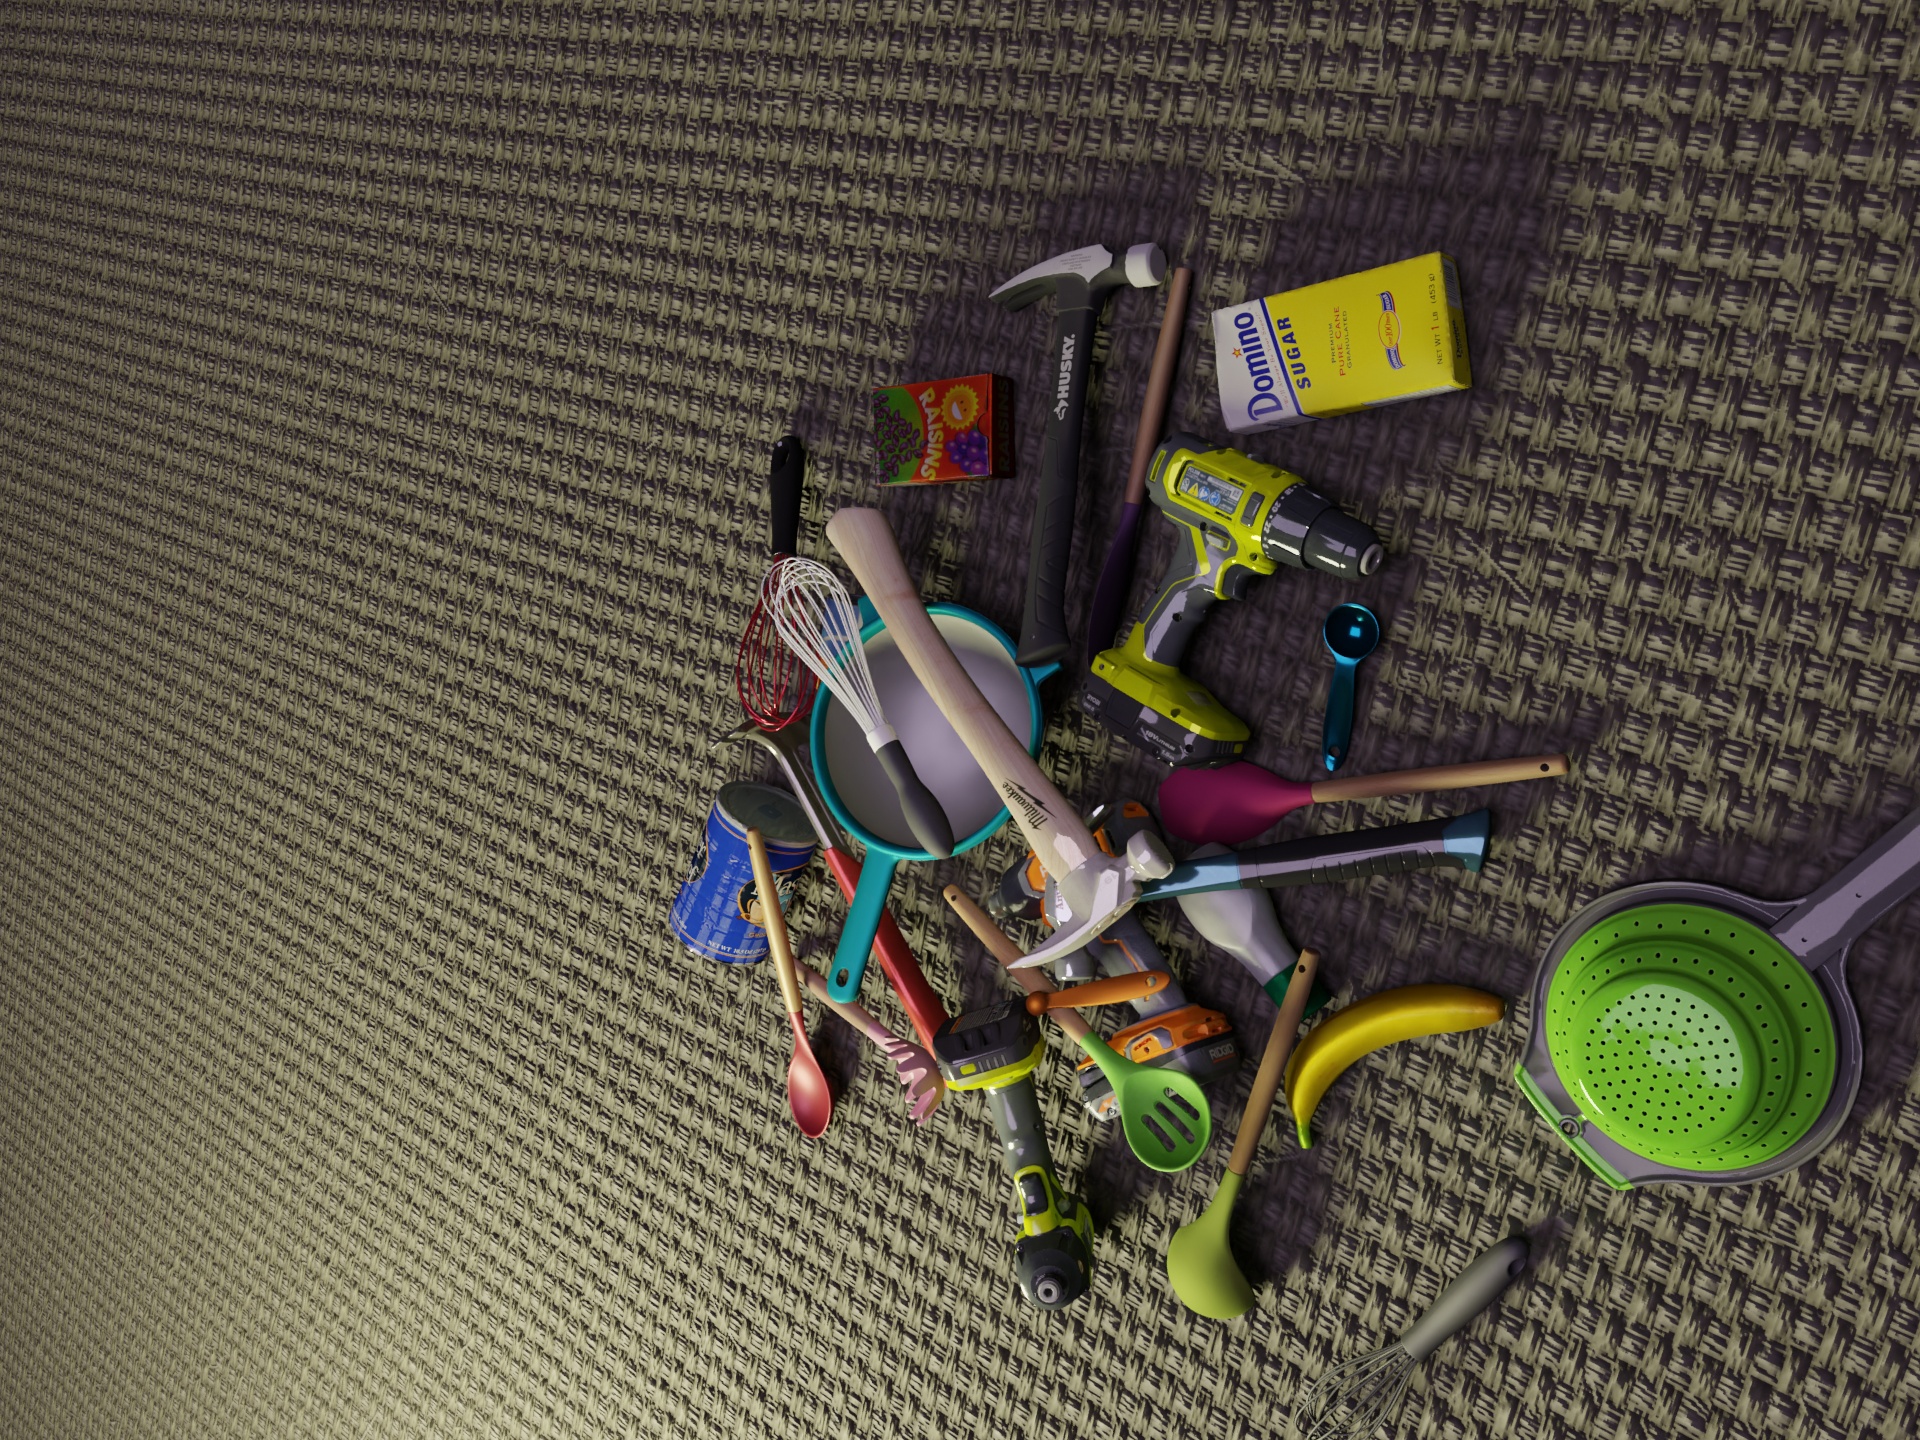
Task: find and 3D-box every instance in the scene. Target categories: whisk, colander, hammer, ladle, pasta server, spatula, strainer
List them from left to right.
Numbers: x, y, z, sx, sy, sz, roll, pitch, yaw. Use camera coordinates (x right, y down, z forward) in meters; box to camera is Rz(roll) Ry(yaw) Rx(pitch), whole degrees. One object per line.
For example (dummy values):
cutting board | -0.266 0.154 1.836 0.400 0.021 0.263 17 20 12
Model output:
whisk | -0.156 -0.126 1.406 0.073 0.073 0.296 -19 60 35
ladle | -0.157 0.239 1.442 0.069 0.031 0.315 14 121 47
pasta server | -0.092 0.260 1.368 0.316 0.040 0.060 21 134 59
hammer | -0.089 0.154 1.386 0.036 0.149 0.359 -32 81 24
whisk | -0.077 -0.013 1.283 0.070 0.070 0.285 -38 74 31
strainer | -0.033 0.073 1.332 0.211 0.095 0.340 19 94 26
hammer | -0.002 -0.004 1.246 0.146 0.038 0.411 -42 65 18
hammer | 0.075 -0.207 1.253 0.146 0.035 0.335 3 83 36
spatula | 0.140 -0.195 1.242 0.018 0.059 0.316 16 97 27
ladle | 0.224 0.313 1.200 0.078 0.062 0.320 30 112 41
hammer | 0.219 0.109 1.164 0.331 0.033 0.128 -10 78 20
whisk | 0.328 0.453 1.157 0.055 0.055 0.239 46 113 24
colander | 0.501 0.151 0.979 0.205 0.094 0.397 50 119 22

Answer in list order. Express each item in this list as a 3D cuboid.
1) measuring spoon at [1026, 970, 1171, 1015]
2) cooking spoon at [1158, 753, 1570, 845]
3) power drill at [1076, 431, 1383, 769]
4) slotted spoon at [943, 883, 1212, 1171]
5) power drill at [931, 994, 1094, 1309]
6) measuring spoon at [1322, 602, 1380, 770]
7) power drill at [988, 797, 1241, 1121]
measuring spoon | 0.103 0.205 1.204 0.117 0.011 0.021 -14 57 20
cooking spoon | 0.284 0.050 1.169 0.319 0.017 0.069 -10 94 36
power drill | 0.195 -0.082 1.184 0.191 0.080 0.228 34 110 36
slotted spoon | 0.083 0.226 1.226 0.070 0.031 0.314 -51 54 6
power drill | 0.050 0.343 1.259 0.080 0.171 0.223 -18 87 6
measuring spoon | 0.285 -0.025 1.172 0.042 0.021 0.128 15 111 31
power drill | 0.114 0.196 1.270 0.164 0.084 0.227 -31 72 33
